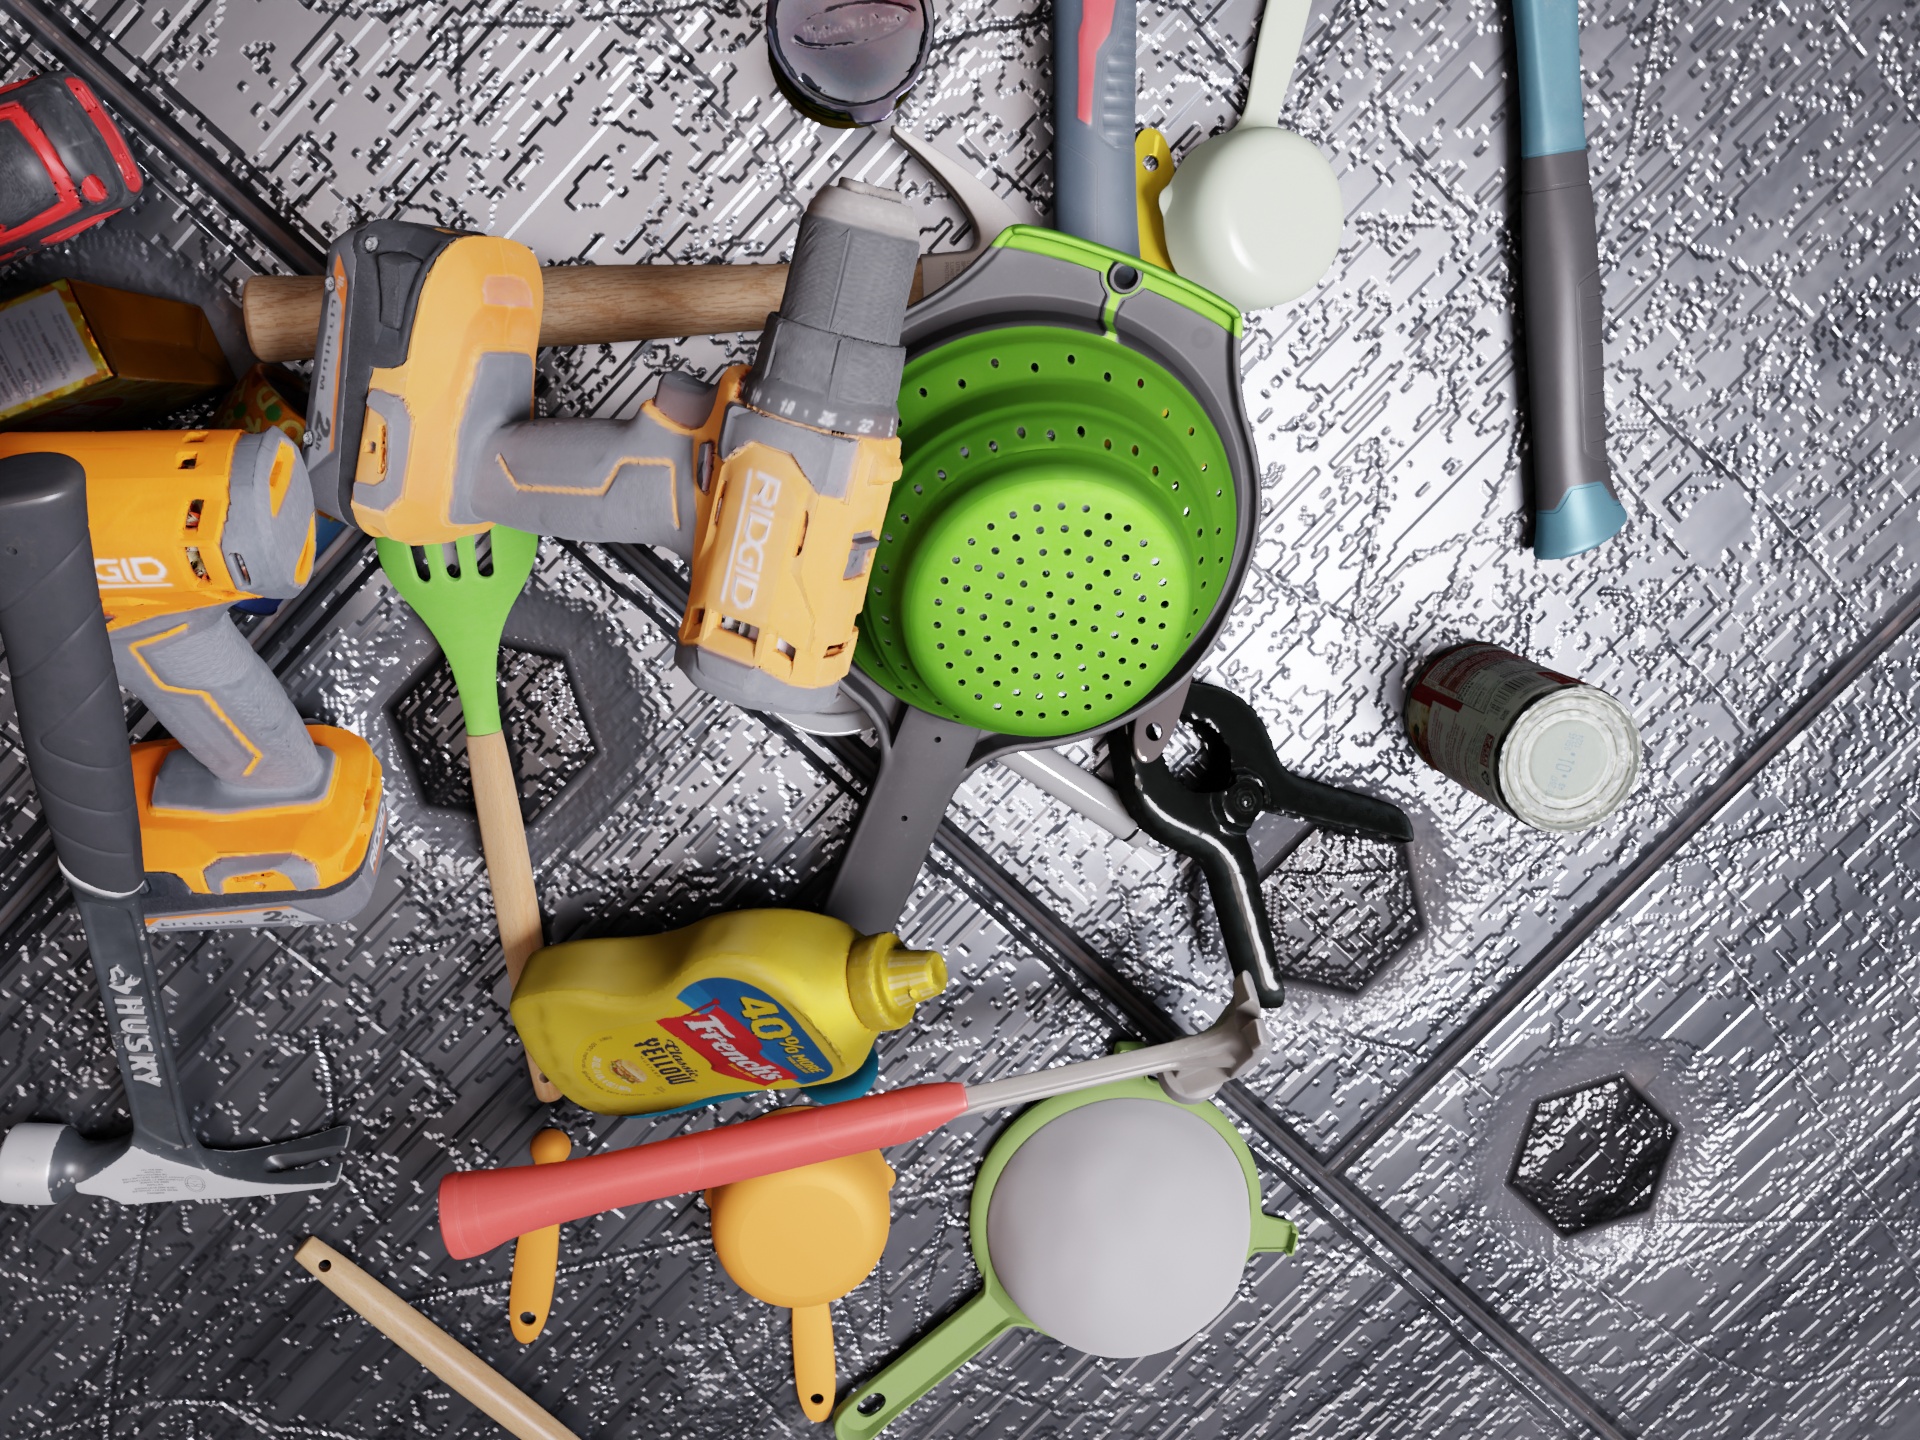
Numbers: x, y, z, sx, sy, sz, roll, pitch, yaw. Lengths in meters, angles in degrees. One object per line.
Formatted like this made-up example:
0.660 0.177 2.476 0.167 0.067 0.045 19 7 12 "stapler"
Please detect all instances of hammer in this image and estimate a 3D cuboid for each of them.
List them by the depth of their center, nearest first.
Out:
-0.326 0.072 0.619 0.149 0.036 0.408 5 132 -12 "hammer"
0.039 -0.317 0.642 0.143 0.038 0.386 -1 98 -5 "hammer"
-0.130 -0.180 0.675 0.331 0.031 0.130 -4 104 -5 "hammer"
-0.046 0.175 0.692 0.359 0.149 0.037 -11 68 -5 "hammer"
0.265 -0.237 0.705 0.128 0.033 0.331 -10 104 -5 "hammer"

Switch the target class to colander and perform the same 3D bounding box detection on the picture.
-0.001 0.007 0.657 0.204 0.095 0.397 16 116 -15 "colander"

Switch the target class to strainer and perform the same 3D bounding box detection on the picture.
-0.001 -0.002 0.727 0.258 0.050 0.087 33 96 -18 "strainer"
0.041 0.290 0.784 0.256 0.069 0.151 -38 104 2 "strainer"

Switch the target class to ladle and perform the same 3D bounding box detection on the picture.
-0.198 0.358 0.783 0.320 0.062 0.078 43 68 -11 "ladle"

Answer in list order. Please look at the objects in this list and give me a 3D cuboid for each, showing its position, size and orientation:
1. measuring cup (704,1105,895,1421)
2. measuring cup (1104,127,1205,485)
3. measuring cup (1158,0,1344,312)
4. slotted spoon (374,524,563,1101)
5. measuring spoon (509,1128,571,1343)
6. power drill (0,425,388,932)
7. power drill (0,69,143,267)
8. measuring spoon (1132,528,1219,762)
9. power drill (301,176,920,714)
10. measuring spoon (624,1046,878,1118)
-0.075 0.279 0.777 0.095 0.052 0.173 -4 102 -5 "measuring cup"
0.084 -0.181 0.707 0.062 0.029 0.156 -2 92 -9 "measuring cup"
0.138 -0.258 0.676 0.083 0.038 0.167 9 97 -26 "measuring cup"
-0.209 0.030 0.719 0.070 0.031 0.313 -6 105 -3 "slotted spoon"
-0.207 0.255 0.778 0.021 0.011 0.117 8 102 -8 "measuring spoon"
-0.320 -0.014 0.615 0.164 0.084 0.226 -2 136 -6 "power drill"
-0.387 -0.170 0.553 0.143 0.220 0.078 -22 117 1 "power drill"
0.104 -0.039 0.718 0.034 0.018 0.124 23 77 -14 "measuring spoon"
-0.124 -0.123 0.586 0.226 0.084 0.185 21 108 18 "power drill"
-0.101 0.181 0.762 0.128 0.021 0.042 -12 134 0 "measuring spoon"
